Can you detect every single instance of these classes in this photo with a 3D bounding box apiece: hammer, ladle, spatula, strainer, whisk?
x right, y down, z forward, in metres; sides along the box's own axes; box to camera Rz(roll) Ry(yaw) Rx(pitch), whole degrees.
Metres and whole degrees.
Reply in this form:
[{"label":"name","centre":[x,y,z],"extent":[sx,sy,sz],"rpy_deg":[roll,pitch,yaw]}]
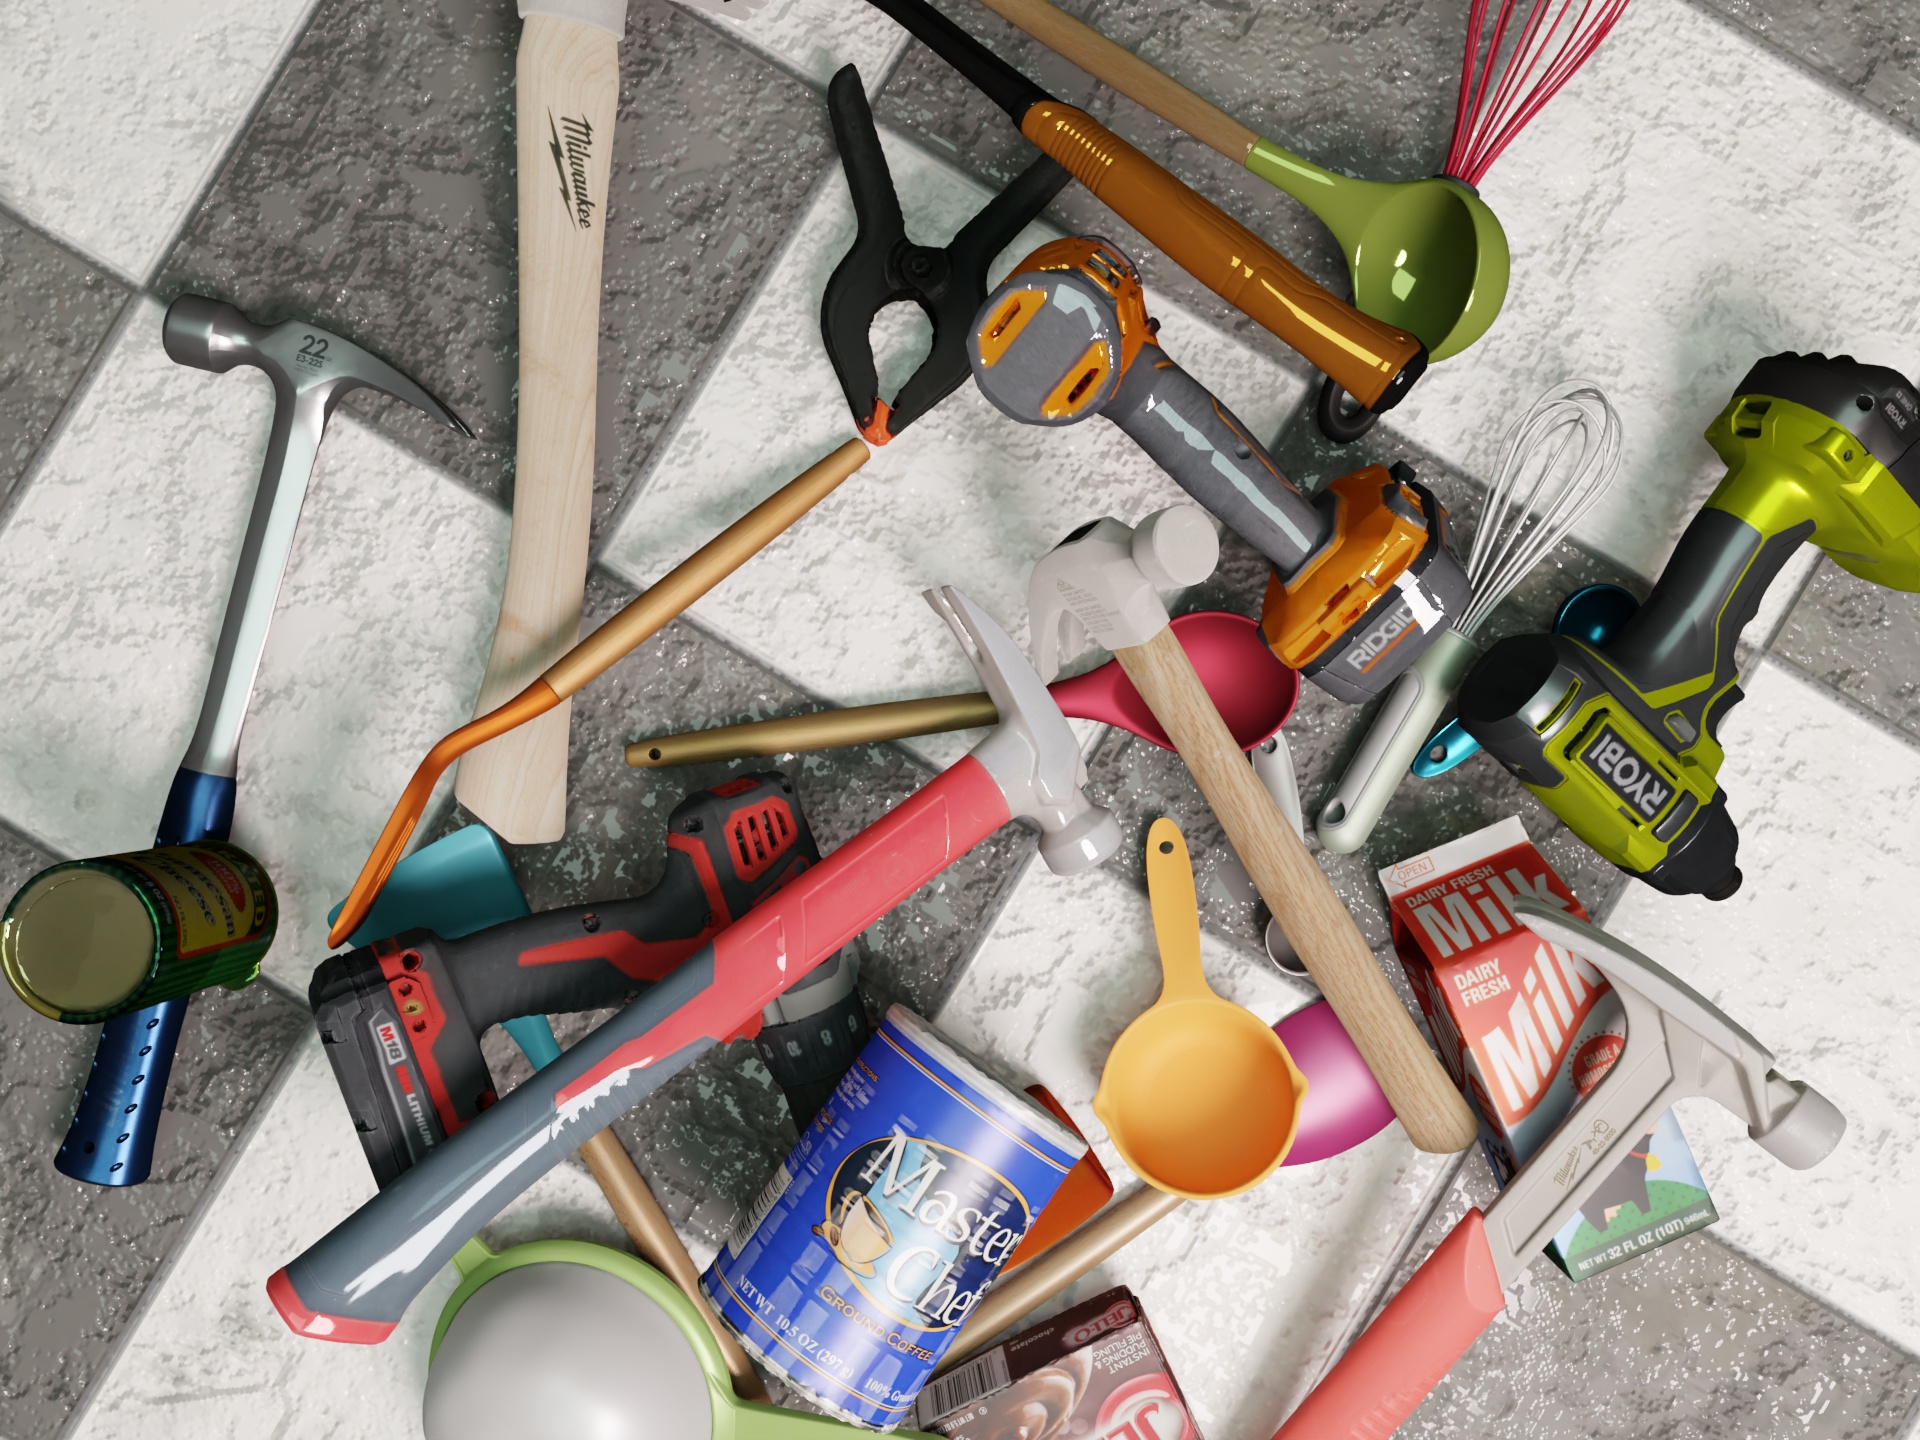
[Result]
[{"label":"hammer","centre":[0.056,-0.241,0.681],"extent":[0.337,0.127,0.034],"rpy_deg":[40,130,8]},{"label":"hammer","centre":[-0.341,0.015,0.738],"extent":[0.144,0.035,0.405],"rpy_deg":[14,90,0]},{"label":"ladle","centre":[-0.001,-0.002,0.745],"extent":[0.315,0.031,0.069],"rpy_deg":[-7,94,2]},{"label":"spatula","centre":[-0.171,0.199,0.734],"extent":[0.082,0.044,0.317],"rpy_deg":[-32,91,-6]},{"label":"hammer","centre":[0.133,0.057,0.690],"extent":[0.031,0.130,0.331],"rpy_deg":[-40,106,-25]},{"label":"ladle","centre":[0.105,-0.267,0.714],"extent":[0.320,0.062,0.078],"rpy_deg":[37,132,11]},{"label":"hammer","centre":[0.198,0.252,0.690],"extent":[0.149,0.036,0.359],"rpy_deg":[37,107,11]},{"label":"strainer","centre":[-0.130,0.318,0.694],"extent":[0.256,0.069,0.151],"rpy_deg":[4,97,13]},{"label":"spatula","centre":[-0.156,-0.022,0.705],"extent":[0.322,0.081,0.041],"rpy_deg":[-41,95,-17]},{"label":"whisk","centre":[0.233,-0.046,0.738],"extent":[0.059,0.058,0.246],"rpy_deg":[27,94,-30]},{"label":"hammer","centre":[-0.109,0.098,0.648],"extent":[0.386,0.038,0.143],"rpy_deg":[-36,102,-21]},{"label":"whisk","centre":[0.237,-0.265,0.735],"extent":[0.073,0.073,0.296],"rpy_deg":[25,96,0]},{"label":"hammer","centre":[-0.176,-0.148,0.728],"extent":[0.146,0.038,0.410],"rpy_deg":[2,96,-28]}]

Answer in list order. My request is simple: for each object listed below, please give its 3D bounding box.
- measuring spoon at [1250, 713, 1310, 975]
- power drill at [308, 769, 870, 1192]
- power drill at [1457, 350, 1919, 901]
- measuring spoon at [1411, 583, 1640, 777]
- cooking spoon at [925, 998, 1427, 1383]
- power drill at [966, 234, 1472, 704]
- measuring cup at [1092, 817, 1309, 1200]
[{"label":"measuring spoon","centre":[0.152,0.059,0.754],"extent":[0.034,0.018,0.124],"rpy_deg":[-7,83,-8]},{"label":"power drill","centre":[-0.145,0.143,0.695],"extent":[0.226,0.080,0.188],"rpy_deg":[-21,98,-23]},{"label":"power drill","centre":[0.348,-0.035,0.713],"extent":[0.171,0.080,0.223],"rpy_deg":[38,93,-22]},{"label":"measuring spoon","centre":[0.263,-0.018,0.754],"extent":[0.128,0.021,0.042],"rpy_deg":[-40,107,8]},{"label":"cooking spoon","centre":[0.083,0.233,0.748],"extent":[0.319,0.017,0.069],"rpy_deg":[-35,88,-1]},{"label":"power drill","centre":[0.110,-0.123,0.693],"extent":[0.226,0.164,0.084],"rpy_deg":[39,116,-8]},{"label":"measuring cup","centre":[0.107,0.134,0.737],"extent":[0.095,0.052,0.174],"rpy_deg":[-9,68,10]}]
